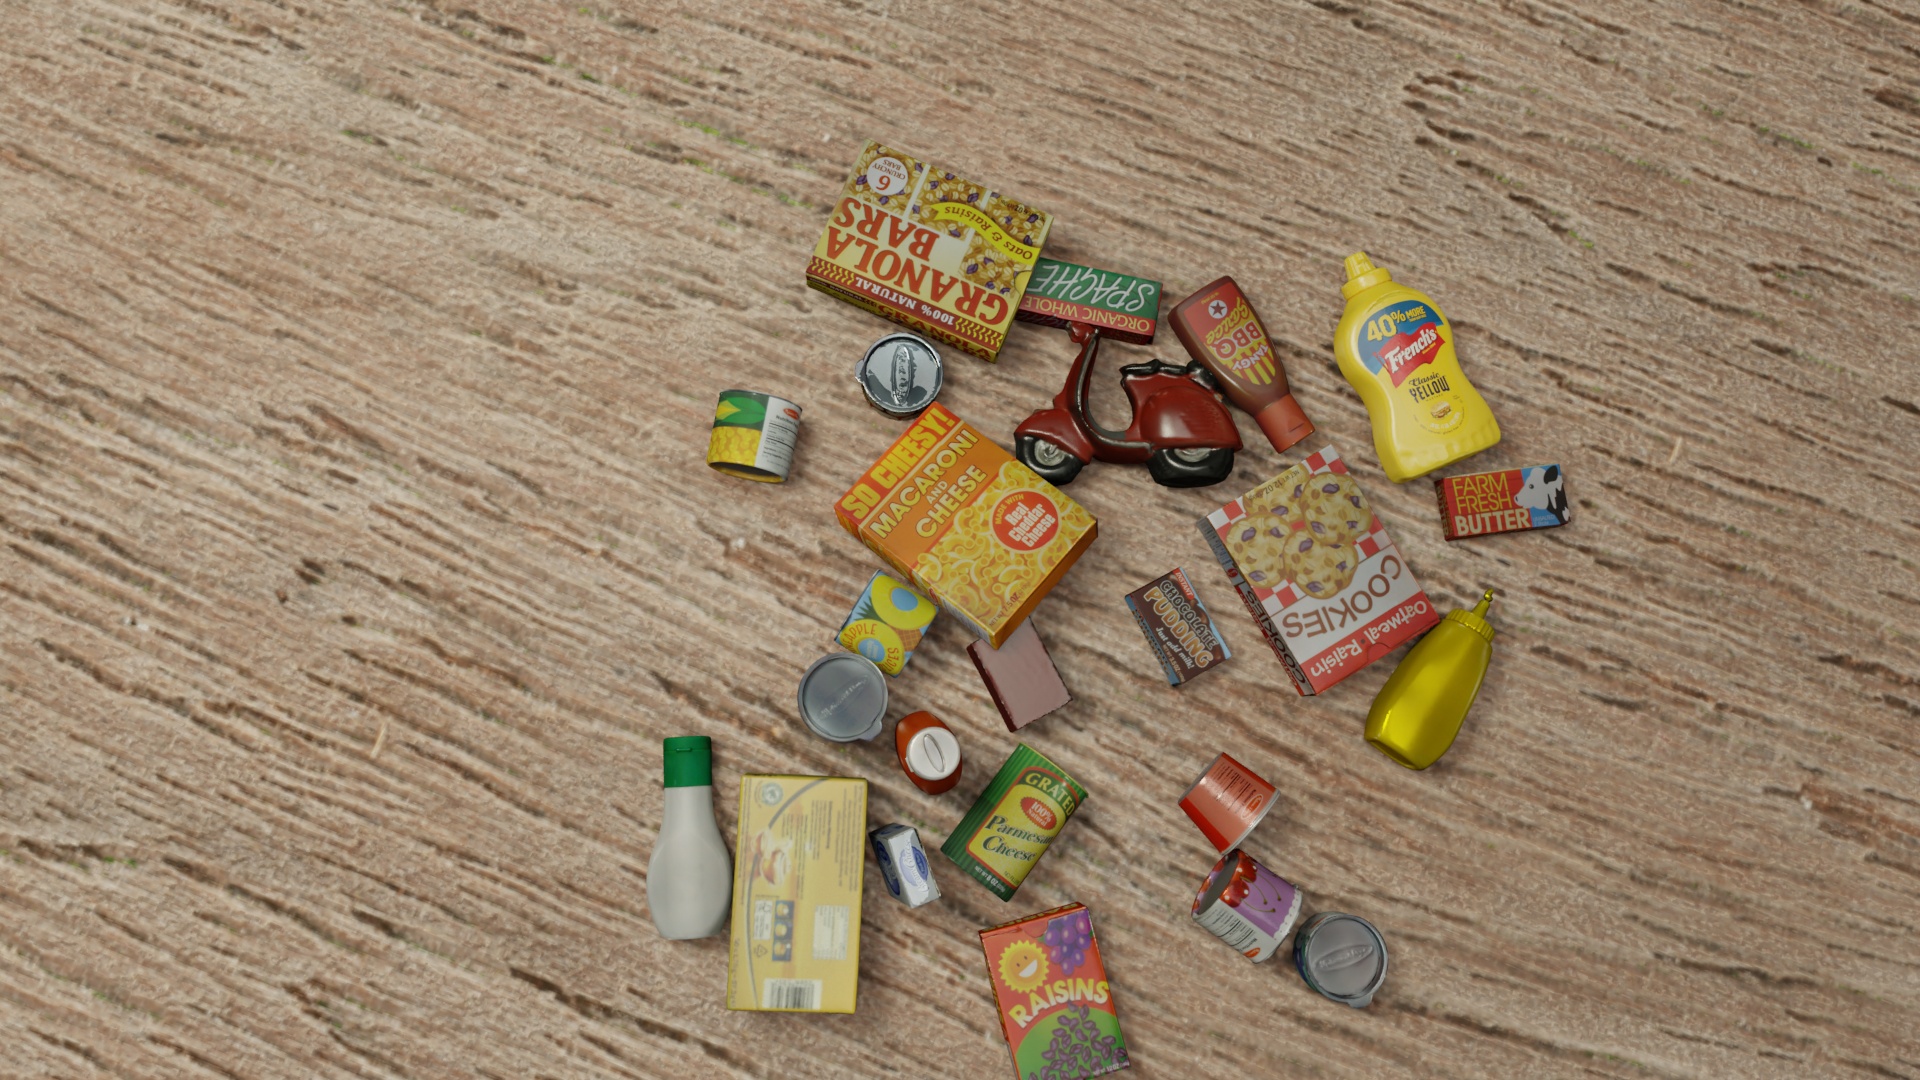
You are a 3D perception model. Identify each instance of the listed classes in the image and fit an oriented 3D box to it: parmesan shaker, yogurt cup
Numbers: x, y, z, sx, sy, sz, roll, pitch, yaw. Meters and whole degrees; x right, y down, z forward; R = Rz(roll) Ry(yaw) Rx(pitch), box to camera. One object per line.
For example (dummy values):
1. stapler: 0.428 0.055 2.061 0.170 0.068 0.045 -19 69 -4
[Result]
1. parmesan shaker: 0.043 0.216 1.058 0.071 0.071 0.103 38 80 2
2. yogurt cup: 0.206 0.202 1.077 0.054 0.072 0.072 42 80 11

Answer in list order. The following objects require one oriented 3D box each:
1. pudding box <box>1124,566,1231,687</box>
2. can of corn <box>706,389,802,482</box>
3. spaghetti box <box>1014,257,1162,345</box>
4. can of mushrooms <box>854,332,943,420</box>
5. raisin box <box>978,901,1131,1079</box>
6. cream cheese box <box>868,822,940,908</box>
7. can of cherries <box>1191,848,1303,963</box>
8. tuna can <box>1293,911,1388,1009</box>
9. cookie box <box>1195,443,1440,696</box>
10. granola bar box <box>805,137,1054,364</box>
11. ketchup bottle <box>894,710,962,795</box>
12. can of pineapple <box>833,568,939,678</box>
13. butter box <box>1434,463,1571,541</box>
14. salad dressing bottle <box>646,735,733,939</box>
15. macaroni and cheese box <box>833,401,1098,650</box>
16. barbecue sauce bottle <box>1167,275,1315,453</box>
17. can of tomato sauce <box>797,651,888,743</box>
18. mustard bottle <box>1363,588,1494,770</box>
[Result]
1. pudding box: 0.174 0.069 1.111 0.050 0.030 0.084 -27 84 -9
2. can of corn: -0.164 -0.081 1.090 0.071 0.071 0.058 10 81 -3
3. spaghetti box: 0.043 -0.211 1.146 0.250 0.028 0.050 11 81 -3
4. can of mushrooms: -0.050 -0.132 1.123 0.071 0.033 0.071 1 81 -5
5. raisin box: 0.069 0.346 1.052 0.086 0.040 0.123 -14 82 -6
6. cream cheese box: -0.042 0.239 1.028 0.024 0.103 0.053 -19 85 -14
7. can of cherries: 0.220 0.278 1.065 0.058 0.071 0.071 34 80 2
8. tuna can: 0.295 0.325 1.079 0.071 0.032 0.071 1 81 -5
9. cookie box: 0.288 0.025 1.123 0.123 0.040 0.167 -29 85 -9
10. granola bar box: -0.024 -0.231 1.108 0.165 0.039 0.124 22 80 -1
11. ketchup bottle: -0.023 0.156 1.020 0.043 0.148 0.065 -24 84 -7
12. can of pineapple: -0.057 0.066 1.072 0.058 0.071 0.071 32 80 0
13. butter box: 0.450 -0.032 1.155 0.103 0.024 0.053 -7 81 -6
14. salad dressing bottle: -0.204 0.222 1.047 0.064 0.044 0.148 -2 80 -3
15. macaroni and cheese box: 0.004 -0.014 1.079 0.167 0.040 0.124 38 74 20
16. barbecue sauce bottle: 0.236 -0.142 1.145 0.065 0.043 0.148 -32 85 -10
17. can of tomato sauce: -0.087 0.122 1.053 0.071 0.083 0.071 1 81 -5
18. mustard bottle: 0.388 0.106 1.115 0.065 0.048 0.160 36 79 1
